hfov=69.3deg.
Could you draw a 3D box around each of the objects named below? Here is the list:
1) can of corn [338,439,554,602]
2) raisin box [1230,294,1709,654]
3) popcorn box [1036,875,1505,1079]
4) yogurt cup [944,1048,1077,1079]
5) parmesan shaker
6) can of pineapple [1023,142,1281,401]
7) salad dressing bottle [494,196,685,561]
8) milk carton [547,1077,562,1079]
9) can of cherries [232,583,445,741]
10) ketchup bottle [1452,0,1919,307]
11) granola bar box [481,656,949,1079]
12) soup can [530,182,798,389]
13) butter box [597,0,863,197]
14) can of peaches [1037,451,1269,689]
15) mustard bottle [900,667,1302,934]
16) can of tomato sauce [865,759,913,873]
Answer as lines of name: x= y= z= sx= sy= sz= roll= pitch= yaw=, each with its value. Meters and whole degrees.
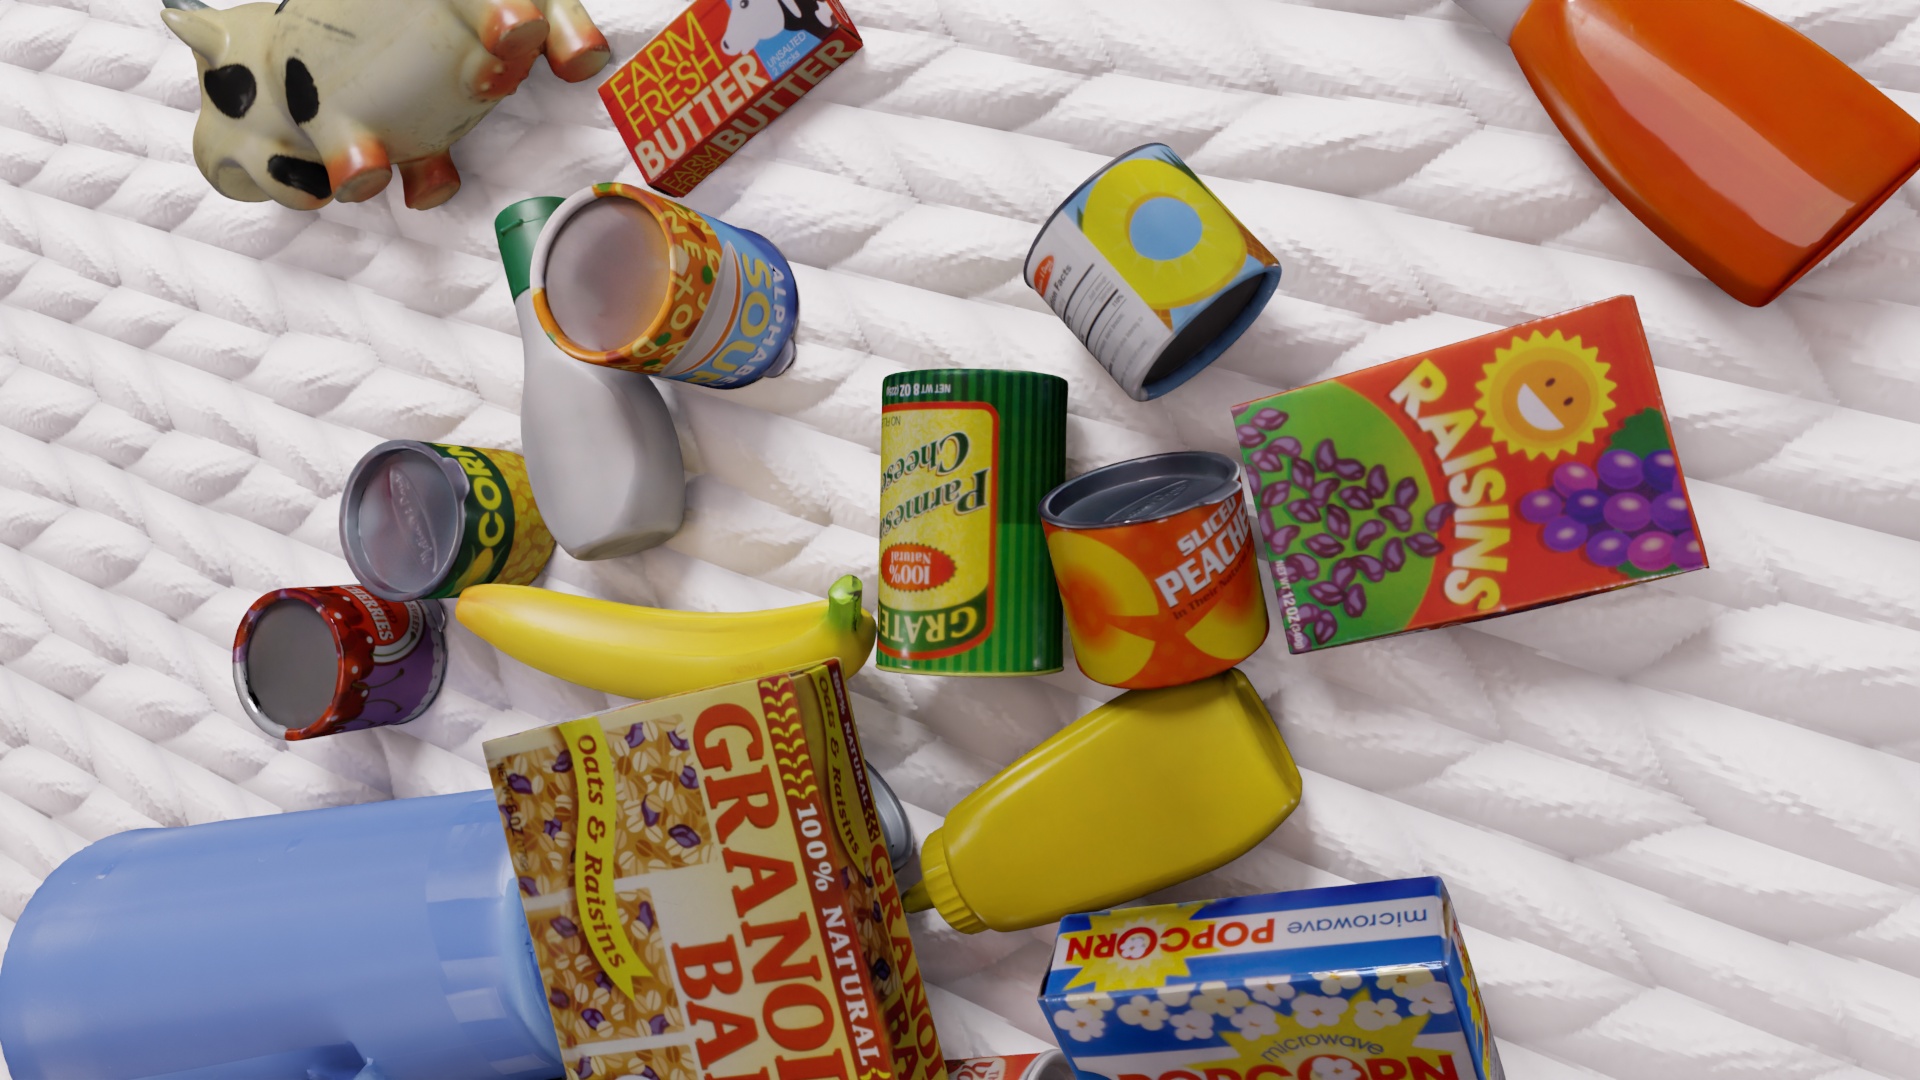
can of corn: x=-0.212 y=-0.009 z=0.584 sx=0.071 sy=0.058 sz=0.071 roll=0 pitch=89 yaw=23
raisin box: x=0.158 y=-0.017 z=0.439 sx=0.123 sy=0.040 sz=0.086 roll=-15 pitch=83 yaw=23
popcorn box: x=0.100 y=0.156 z=0.441 sx=0.126 sy=0.038 sz=0.085 roll=-13 pitch=118 yaw=22
yogurt cup: x=0.012 y=0.212 z=0.485 sx=0.054 sy=0.072 sz=0.072 roll=-9 pitch=86 yaw=31
parmesan shaker: x=0.002 y=-0.006 z=0.490 sx=0.071 sy=0.071 sz=0.103 roll=0 pitch=89 yaw=23
can of pineapple: x=0.066 y=-0.090 z=0.464 sx=0.071 sy=0.071 sz=0.058 roll=-44 pitch=75 yaw=17
salad dressing bottle: x=-0.156 y=-0.067 z=0.570 sx=0.064 sy=0.044 sz=0.148 roll=-21 pitch=80 yaw=23
milk carton: x=-0.249 y=0.295 z=0.588 sx=0.190 sy=0.073 sz=0.072 roll=-30 pitch=79 yaw=20
can of cherries: x=-0.270 y=0.050 z=0.608 sx=0.071 sy=0.058 sz=0.071 roll=0 pitch=90 yaw=23
ketchup bottle: x=0.206 y=-0.141 z=0.417 sx=0.064 sy=0.043 sz=0.149 roll=-46 pitch=73 yaw=15
granola bar box: x=-0.080 y=0.132 z=0.465 sx=0.124 sy=0.039 sz=0.165 roll=-14 pitch=90 yaw=21
soup can: x=-0.109 y=-0.093 z=0.528 sx=0.071 sy=0.084 sz=0.071 roll=0 pitch=90 yaw=23
butter box: x=-0.093 y=-0.189 z=0.555 sx=0.103 sy=0.024 sz=0.053 roll=-34 pitch=76 yaw=19
can of peaches: x=0.065 y=0.009 z=0.453 sx=0.071 sy=0.071 sz=0.058 roll=-7 pitch=109 yaw=23
mustard bottle: x=0.036 y=0.100 z=0.483 sx=0.160 sy=0.049 sz=0.065 roll=-29 pitch=81 yaw=21
can of tomato sauce: x=-0.069 y=0.122 z=0.516 sx=0.083 sy=0.071 sz=0.071 roll=-46 pitch=73 yaw=17
